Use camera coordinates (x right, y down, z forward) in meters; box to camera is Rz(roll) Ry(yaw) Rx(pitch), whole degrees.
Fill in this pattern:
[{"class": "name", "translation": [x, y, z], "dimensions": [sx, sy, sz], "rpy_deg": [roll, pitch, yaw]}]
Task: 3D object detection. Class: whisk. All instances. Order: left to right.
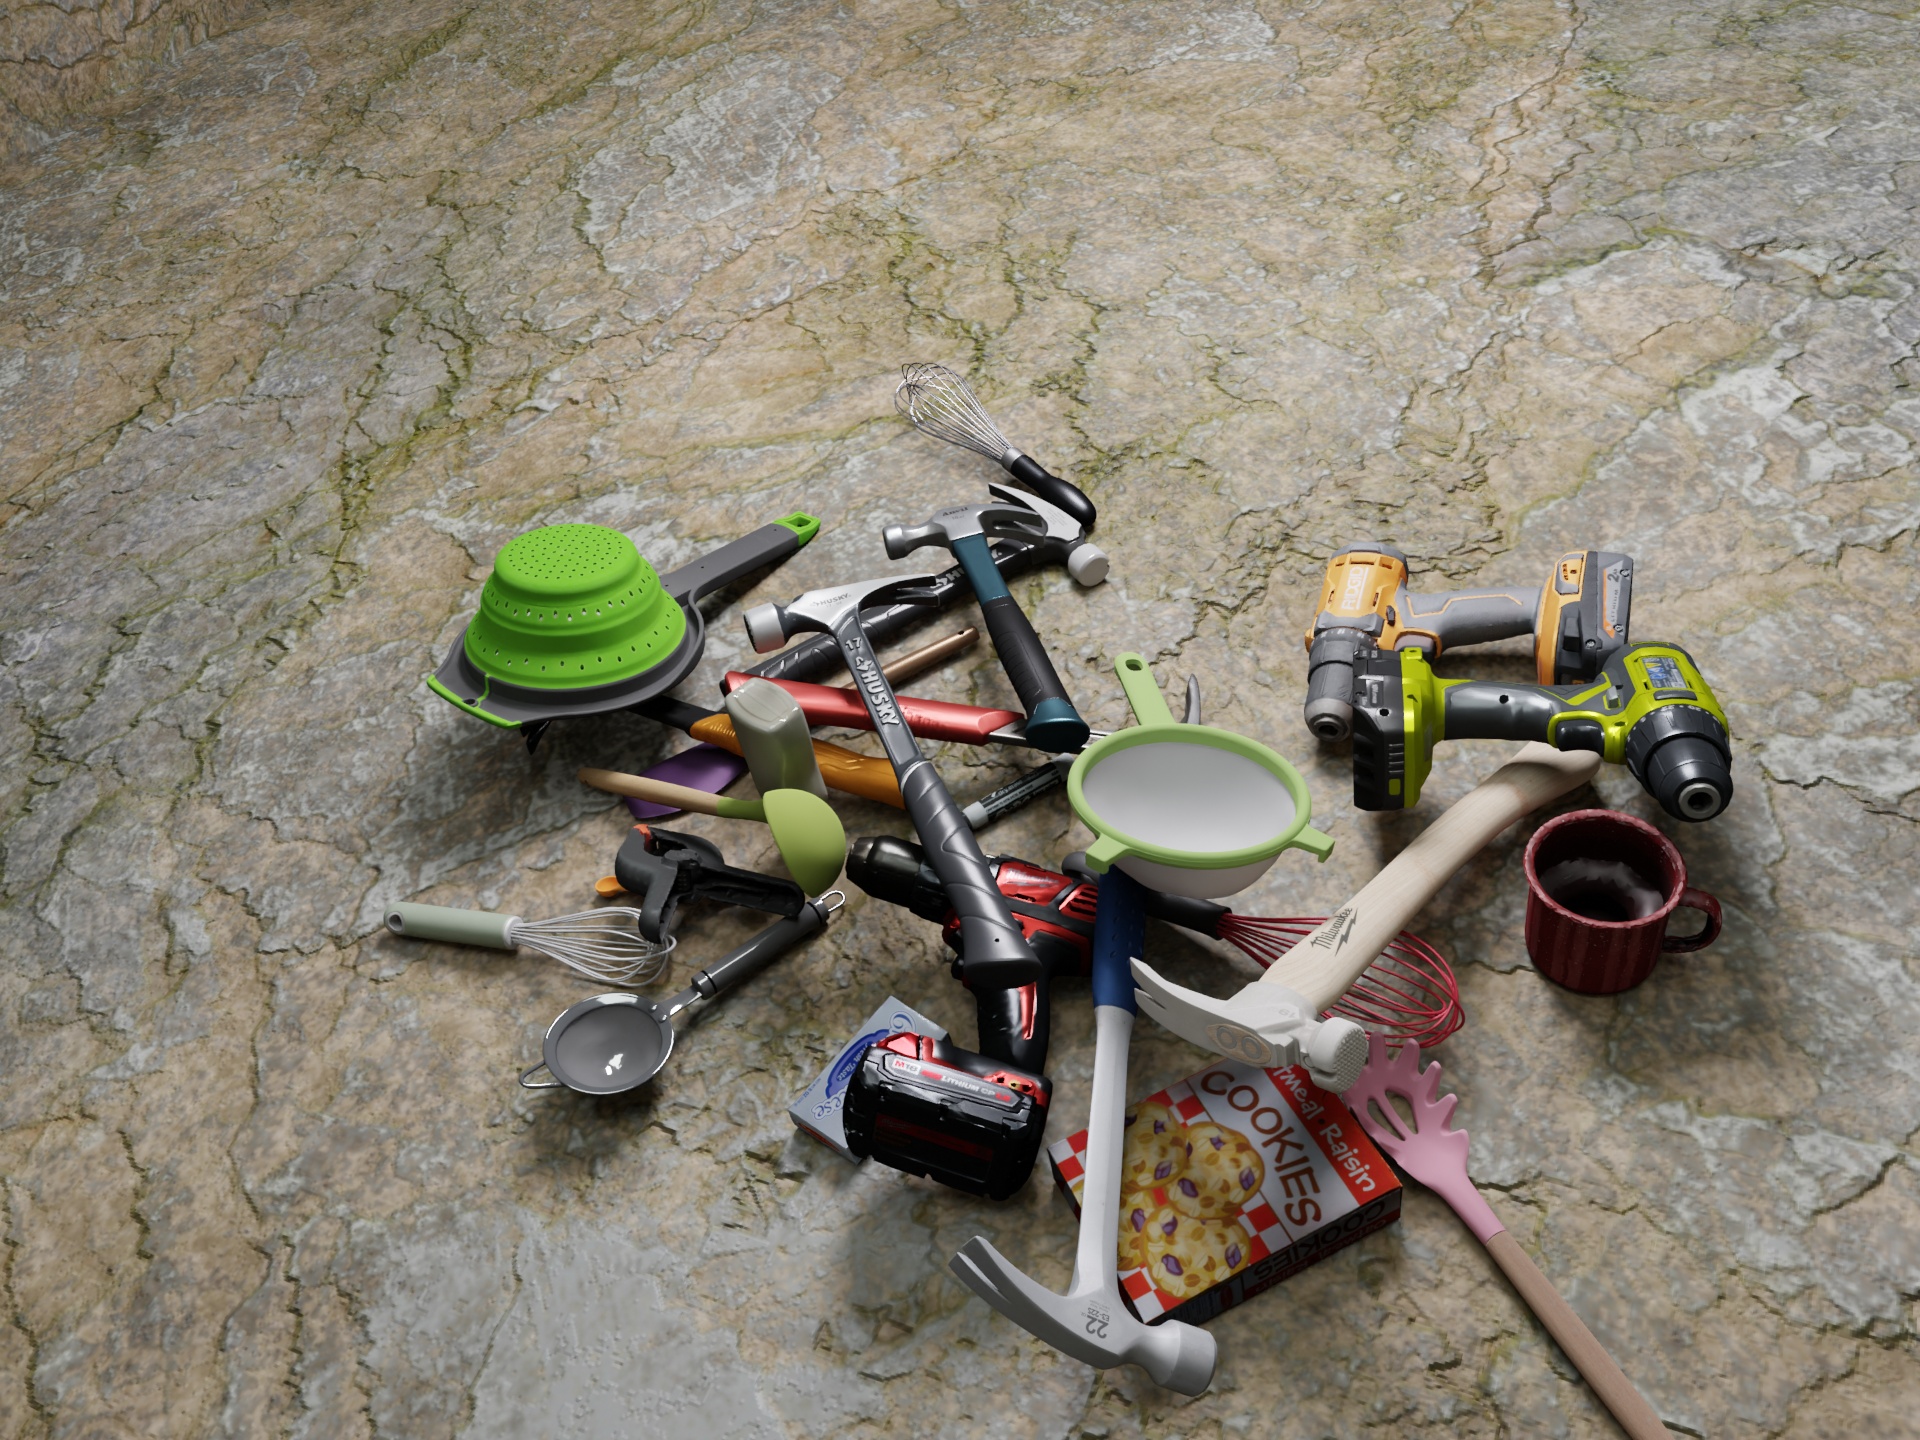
[{"class": "whisk", "translation": [-0.318, 0.155, 1.158], "dimensions": [0.246, 0.057, 0.059], "rpy_deg": [4, 13, 21]}, {"class": "whisk", "translation": [0.030, -0.255, 1.468], "dimensions": [0.070, 0.070, 0.285], "rpy_deg": [-33, 52, -19]}, {"class": "whisk", "translation": [0.189, 0.139, 1.039], "dimensions": [0.296, 0.073, 0.073], "rpy_deg": [18, 53, 35]}]

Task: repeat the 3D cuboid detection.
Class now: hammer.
[{"class": "hammer", "translation": [-0.180, 0.015, 1.238], "dimensions": [0.337, 0.034, 0.127], "rpy_deg": [16, 48, 23]}, {"class": "hammer", "translation": [-0.050, -0.097, 1.345], "dimensions": [0.335, 0.035, 0.146], "rpy_deg": [-28, 47, -14]}, {"class": "hammer", "translation": [-0.031, 0.027, 1.093], "dimensions": [0.149, 0.036, 0.409], "rpy_deg": [-18, 44, -10]}, {"class": "hammer", "translation": [-0.002, -0.004, 1.194], "dimensions": [0.359, 0.036, 0.149], "rpy_deg": [8, 37, 11]}, {"class": "hammer", "translation": [0.032, -0.080, 1.235], "dimensions": [0.128, 0.033, 0.331], "rpy_deg": [-16, 38, -5]}, {"class": "hammer", "translation": [0.086, 0.181, 0.946], "dimensions": [0.144, 0.035, 0.406], "rpy_deg": [24, 42, -12]}, {"class": "hammer", "translation": [0.281, 0.093, 1.004], "dimensions": [0.146, 0.038, 0.410], "rpy_deg": [15, 33, 42]}]

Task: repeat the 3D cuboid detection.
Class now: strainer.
[{"class": "strainer", "translation": [-0.182, 0.188, 1.091], "dimensions": [0.258, 0.050, 0.087], "rpy_deg": [-32, 50, -25]}, {"class": "strainer", "translation": [0.135, 0.041, 1.047], "dimensions": [0.151, 0.069, 0.257], "rpy_deg": [-3, 31, -7]}]

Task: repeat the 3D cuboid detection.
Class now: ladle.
[{"class": "ladle", "translation": [-0.197, 0.068, 1.164], "dimensions": [0.320, 0.078, 0.062], "rpy_deg": [8, 46, 44]}]

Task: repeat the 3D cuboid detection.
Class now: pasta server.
[{"class": "pasta server", "translation": [0.309, 0.301, 0.863], "dimensions": [0.060, 0.040, 0.317], "rpy_deg": [-23, 46, -12]}]

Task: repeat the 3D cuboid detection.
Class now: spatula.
[{"class": "spatula", "translation": [-0.123, -0.002, 1.280], "dimensions": [0.316, 0.018, 0.060], "rpy_deg": [-27, 47, -12]}]

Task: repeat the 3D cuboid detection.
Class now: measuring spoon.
[{"class": "measuring spoon", "translation": [-0.215, 0.127, 1.182], "dimensions": [0.117, 0.011, 0.021], "rpy_deg": [1, 31, 10]}]

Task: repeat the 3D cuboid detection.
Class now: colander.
[{"class": "colander", "translation": [-0.259, -0.129, 1.321], "dimensions": [0.205, 0.094, 0.397], "rpy_deg": [24, 40, 30]}]

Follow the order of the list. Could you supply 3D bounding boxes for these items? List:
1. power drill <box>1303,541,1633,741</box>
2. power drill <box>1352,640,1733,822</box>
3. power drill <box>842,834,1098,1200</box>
[{"class": "power drill", "translation": [0.367, -0.052, 1.171], "dimensions": [0.226, 0.084, 0.185], "rpy_deg": [5, 47, 24]}, {"class": "power drill", "translation": [0.370, 0.009, 1.022], "dimensions": [0.228, 0.080, 0.191], "rpy_deg": [0, 24, 14]}, {"class": "power drill", "translation": [-0.007, 0.170, 1.009], "dimensions": [0.188, 0.080, 0.227], "rpy_deg": [17, 44, 6]}]
